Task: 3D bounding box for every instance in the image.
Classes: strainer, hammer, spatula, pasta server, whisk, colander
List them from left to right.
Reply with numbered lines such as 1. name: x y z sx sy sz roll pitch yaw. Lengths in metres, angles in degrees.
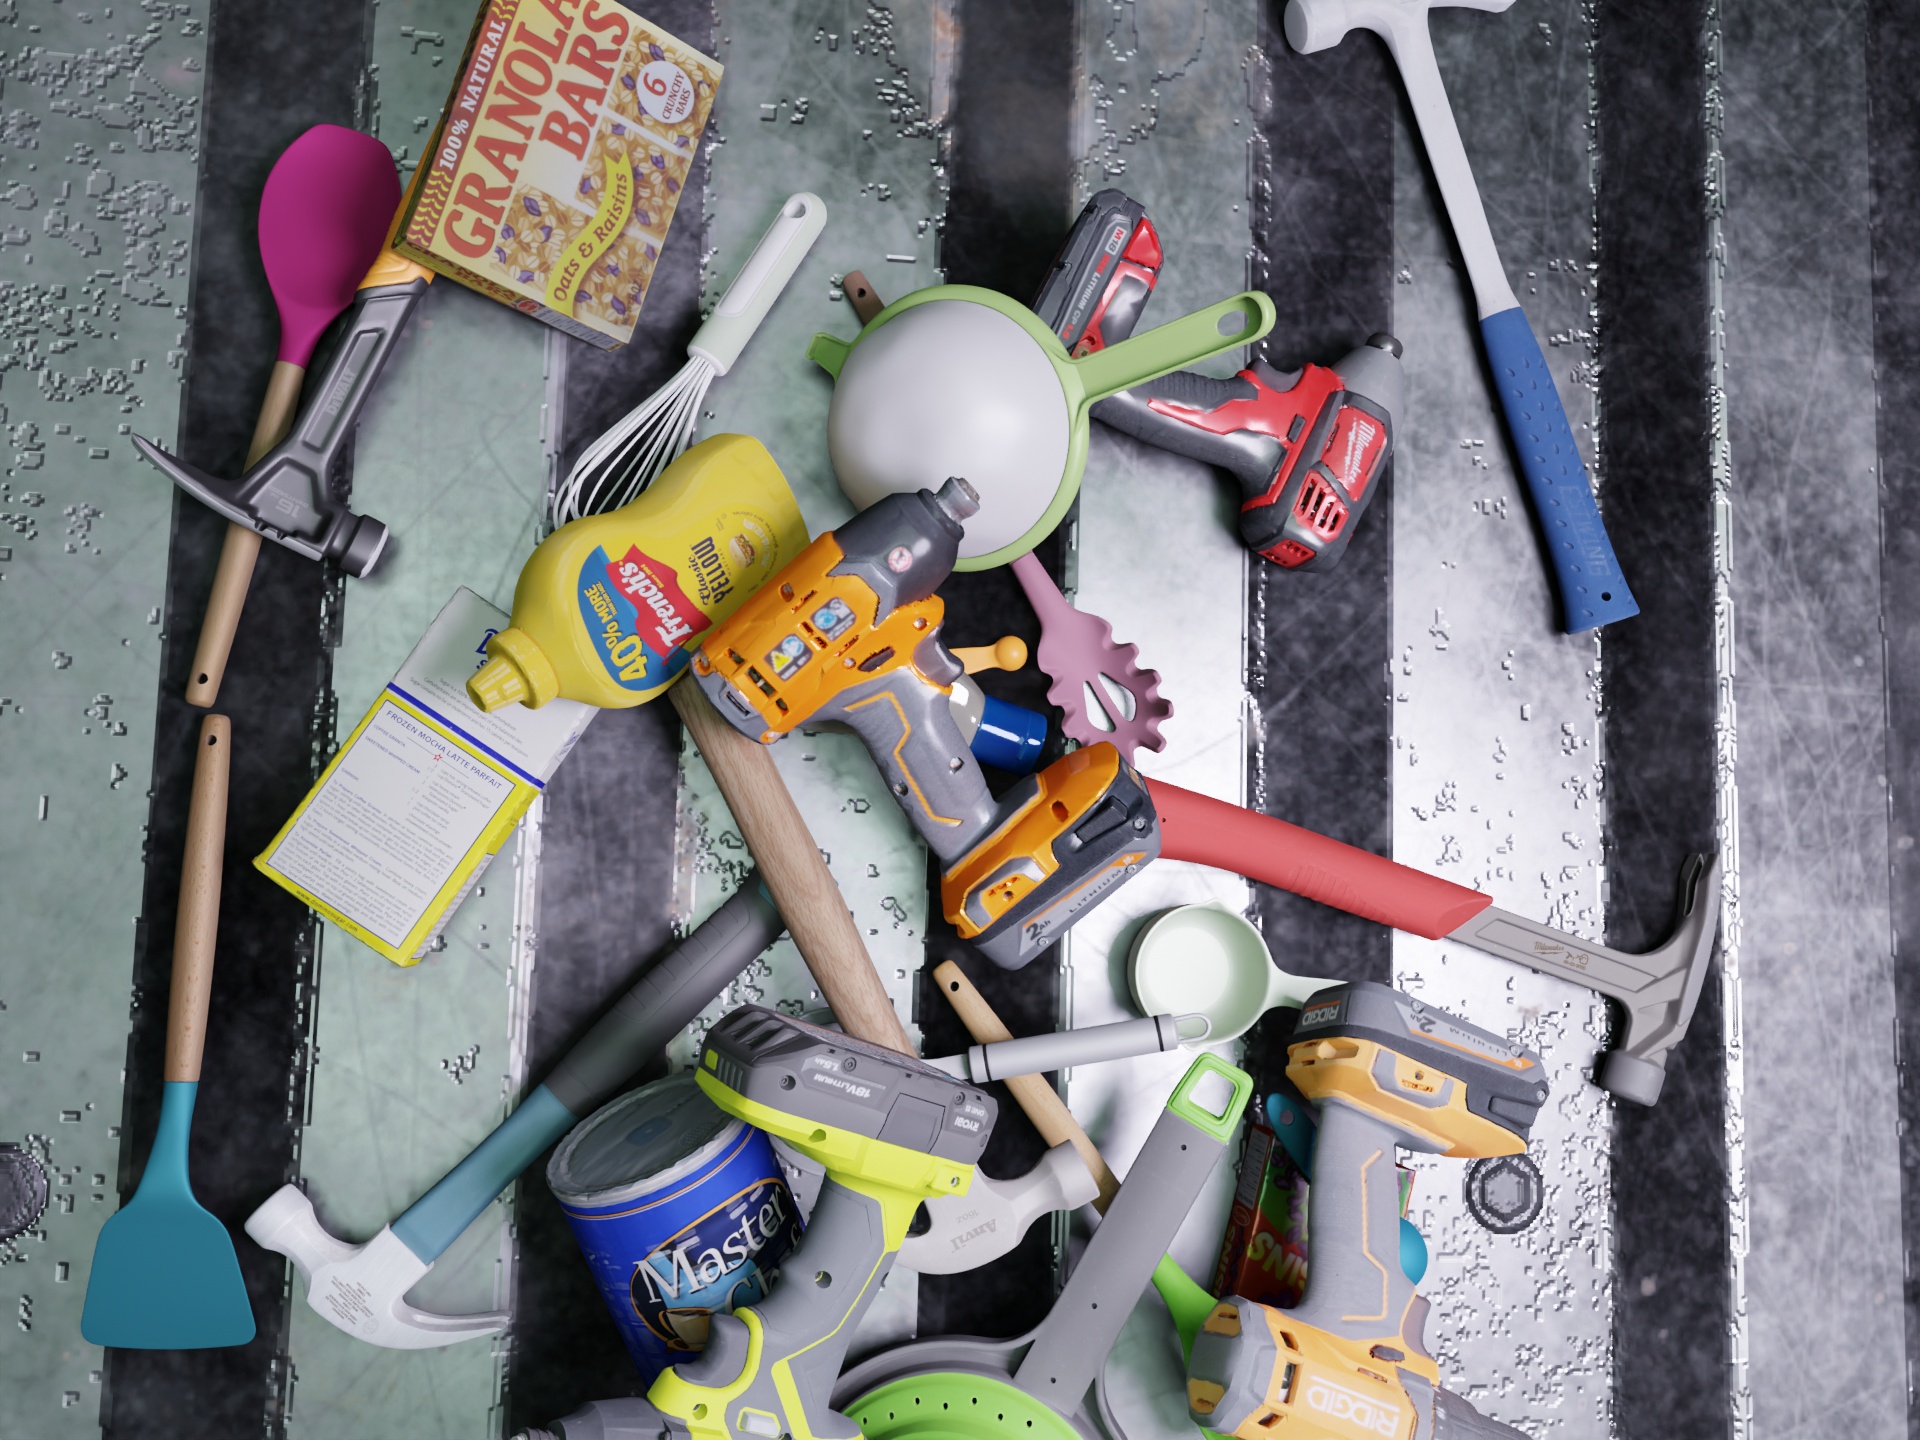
1. spatula: -0.389 0.155 0.803 0.082 0.044 0.318 3 80 -7
2. hammer: -0.296 -0.250 0.836 0.127 0.034 0.337 29 78 -24
3. hammer: -0.197 0.185 0.822 0.331 0.033 0.128 -44 91 -10
4. whisk: -0.142 -0.188 0.859 0.058 0.059 0.246 25 76 23
5. hammer: -0.065 0.120 0.804 0.130 0.031 0.331 -28 78 -5
6. strainer: 0.003 0.181 0.826 0.258 0.050 0.087 -10 81 4
7. pasta server: 0.020 -0.113 0.878 0.060 0.040 0.316 -31 89 1
8. strainer: 0.030 -0.160 0.797 0.256 0.069 0.151 -16 96 29
9. colander: 0.033 0.343 0.770 0.204 0.094 0.397 29 89 12
10. hammer: 0.251 0.090 0.893 0.359 0.036 0.149 20 82 -6
11. hammer: 0.319 -0.251 0.934 0.144 0.035 0.405 -17 87 -9

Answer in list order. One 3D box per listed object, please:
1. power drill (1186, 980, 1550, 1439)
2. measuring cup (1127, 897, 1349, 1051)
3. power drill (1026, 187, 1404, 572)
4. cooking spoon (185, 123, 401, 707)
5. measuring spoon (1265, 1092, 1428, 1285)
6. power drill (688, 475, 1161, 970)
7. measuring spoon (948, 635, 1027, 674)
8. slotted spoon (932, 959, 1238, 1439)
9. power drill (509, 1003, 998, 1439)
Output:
1. power drill: 0.226 0.266 0.790 0.185 0.084 0.226 25 68 -9
2. measuring cup: 0.172 0.147 0.877 0.167 0.038 0.083 12 83 -9
3. power drill: 0.142 -0.192 0.886 0.219 0.078 0.143 29 82 -7
4. cooking spoon: -0.360 -0.162 0.837 0.068 0.017 0.319 14 83 -17
5. measuring spoon: 0.203 0.249 0.837 0.042 0.021 0.128 -37 92 -10
6. power drill: -0.001 -0.003 0.795 0.164 0.084 0.226 -41 104 11
7. measuring spoon: -0.019 -0.029 0.877 0.117 0.011 0.021 -10 86 -8
8. slotted spoon: 0.084 0.255 0.835 0.070 0.031 0.314 -37 80 -1
9. power drill: -0.085 0.248 0.692 0.171 0.080 0.223 25 81 -32
